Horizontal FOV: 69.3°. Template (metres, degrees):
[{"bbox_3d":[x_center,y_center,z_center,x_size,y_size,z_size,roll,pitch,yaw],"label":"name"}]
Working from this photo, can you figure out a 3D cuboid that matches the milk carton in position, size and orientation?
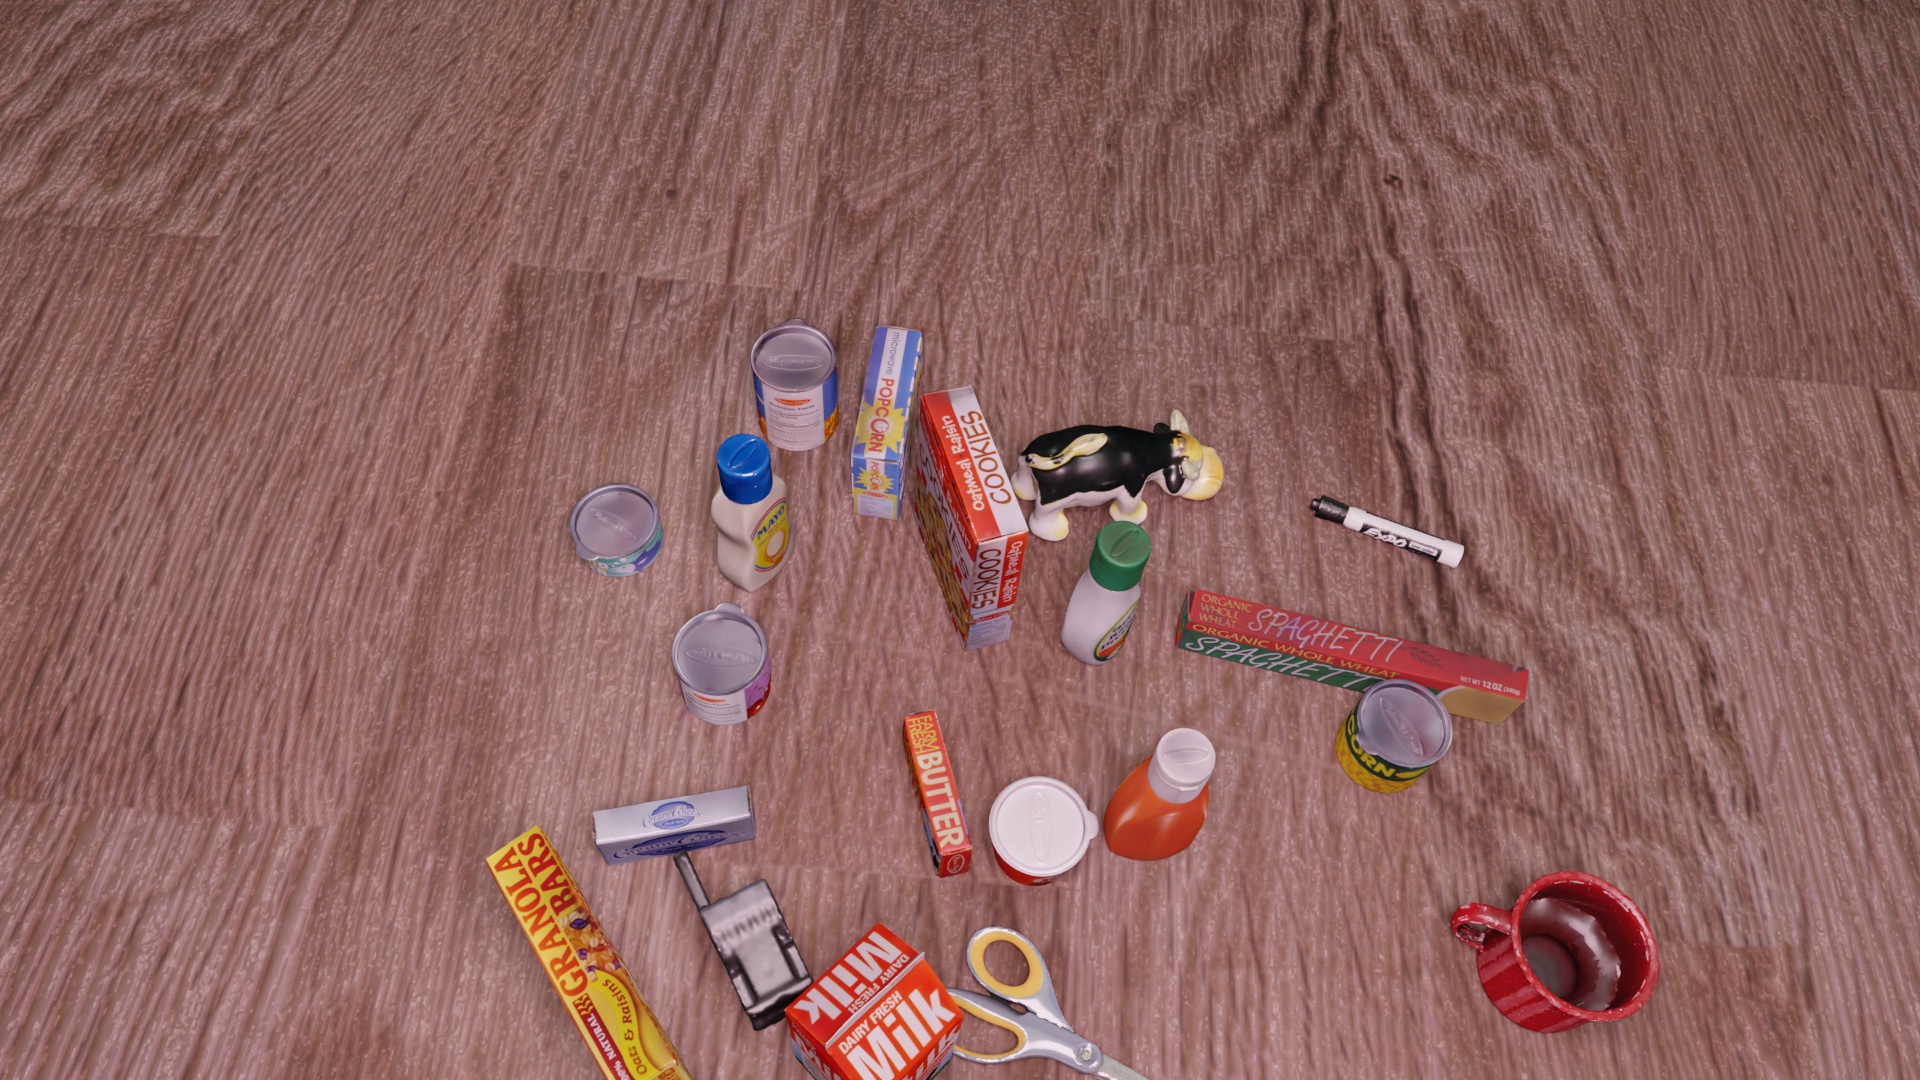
[{"bbox_3d":[-0.050,0.284,0.805,0.072,0.189,0.073,-40,70,-22],"label":"milk carton"}]

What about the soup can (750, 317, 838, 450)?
[{"bbox_3d":[-0.129,-0.122,1.097,0.071,0.083,0.071,2,60,-3],"label":"soup can"}]

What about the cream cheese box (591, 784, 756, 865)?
[{"bbox_3d":[-0.190,0.191,0.929,0.104,0.053,0.024,-9,61,-8],"label":"cream cheese box"}]

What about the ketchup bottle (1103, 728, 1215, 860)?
[{"bbox_3d":[0.134,0.168,0.909,0.065,0.148,0.044,-3,61,-5],"label":"ketchup bottle"}]

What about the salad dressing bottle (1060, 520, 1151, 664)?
[{"bbox_3d":[0.104,0.038,0.983,0.044,0.147,0.064,38,65,17],"label":"salad dressing bottle"}]

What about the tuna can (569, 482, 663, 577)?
[{"bbox_3d":[-0.261,-0.006,1.050,0.071,0.032,0.071,2,60,-3],"label":"tuna can"}]

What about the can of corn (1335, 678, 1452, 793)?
[{"bbox_3d":[0.304,0.141,0.987,0.071,0.058,0.071,2,60,-3],"label":"can of corn"}]

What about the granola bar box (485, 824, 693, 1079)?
[{"bbox_3d":[-0.222,0.267,0.843,0.039,0.123,0.166,-31,66,-19],"label":"granola bar box"}]

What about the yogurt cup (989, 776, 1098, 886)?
[{"bbox_3d":[0.052,0.200,0.939,0.072,0.053,0.073,2,60,-3],"label":"yogurt cup"}]

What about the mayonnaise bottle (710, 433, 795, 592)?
[{"bbox_3d":[-0.151,-0.021,1.000,0.041,0.147,0.065,32,63,14],"label":"mayonnaise bottle"}]

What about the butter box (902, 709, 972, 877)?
[{"bbox_3d":[-0.017,0.173,0.951,0.024,0.053,0.104,-11,61,-10],"label":"butter box"}]

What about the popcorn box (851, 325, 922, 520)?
[{"bbox_3d":[-0.056,-0.092,1.083,0.038,0.084,0.127,8,60,1],"label":"popcorn box"}]

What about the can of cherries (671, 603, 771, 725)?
[{"bbox_3d":[-0.167,0.088,0.987,0.071,0.058,0.072,2,60,-3],"label":"can of cherries"}]

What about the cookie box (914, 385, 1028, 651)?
[{"bbox_3d":[0.004,-0.012,0.994,0.040,0.166,0.123,-15,62,-12],"label":"cookie box"}]

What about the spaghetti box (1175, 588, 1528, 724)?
[{"bbox_3d":[0.284,0.086,1.023,0.250,0.050,0.029,13,60,4],"label":"spaghetti box"}]
